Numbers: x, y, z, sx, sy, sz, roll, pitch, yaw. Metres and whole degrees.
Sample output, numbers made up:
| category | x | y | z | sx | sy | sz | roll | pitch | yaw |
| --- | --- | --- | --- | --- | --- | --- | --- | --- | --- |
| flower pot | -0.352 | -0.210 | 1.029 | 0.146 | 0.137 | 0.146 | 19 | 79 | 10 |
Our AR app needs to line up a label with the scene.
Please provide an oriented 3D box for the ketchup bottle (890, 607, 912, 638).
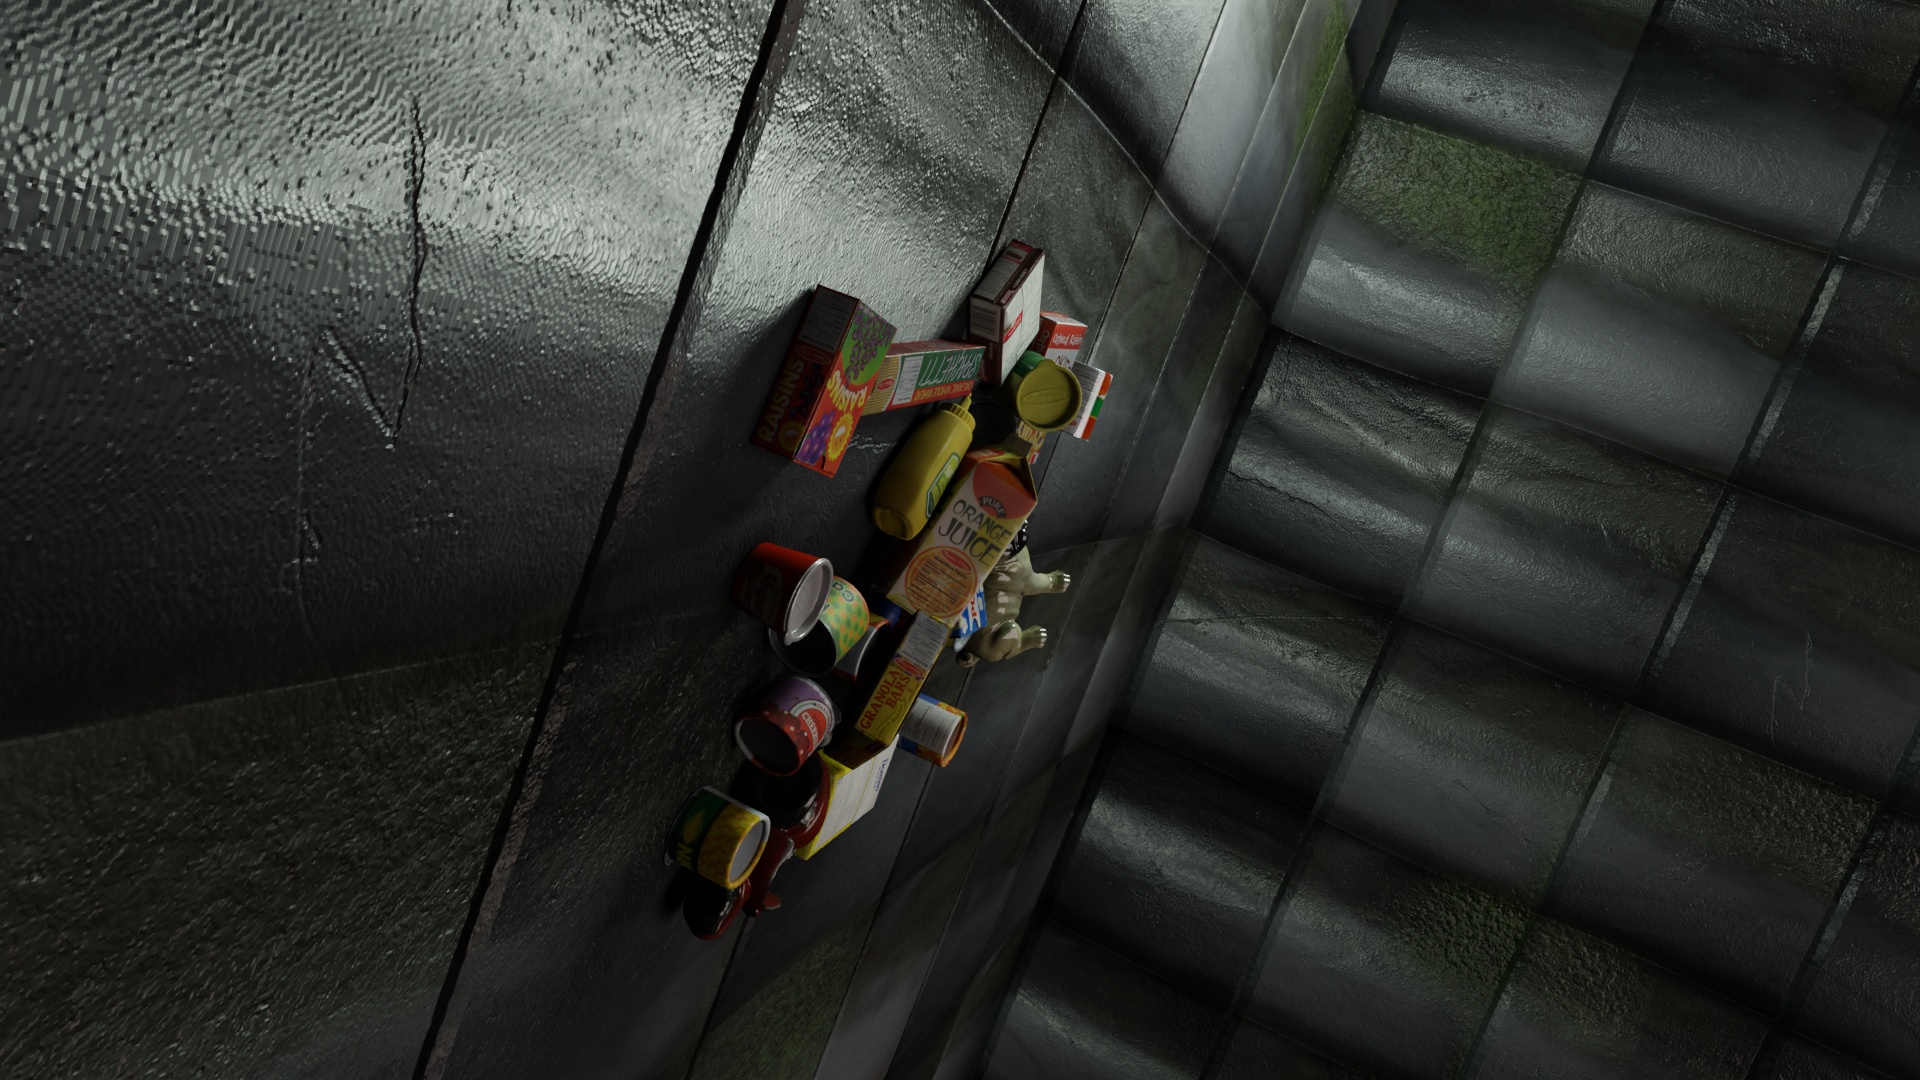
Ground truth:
| category | x | y | z | sx | sy | sz | roll | pitch | yaw |
| --- | --- | --- | --- | --- | --- | --- | --- | --- | --- |
| ketchup bottle | -0.060 | 0.125 | 1.443 | 0.065 | 0.043 | 0.148 | -16 | 128 | -70 |

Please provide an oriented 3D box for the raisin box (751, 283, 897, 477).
| category | x | y | z | sx | sy | sz | roll | pitch | yaw |
| --- | --- | --- | --- | --- | --- | --- | --- | --- | --- |
| raisin box | -0.096 | -0.113 | 1.004 | 0.123 | 0.040 | 0.086 | -67 | 165 | 1 |

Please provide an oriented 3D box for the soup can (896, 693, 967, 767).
| category | x | y | z | sx | sy | sz | roll | pitch | yaw |
| --- | --- | --- | --- | --- | --- | --- | --- | --- | --- |
| soup can | -0.043 | 0.205 | 1.534 | 0.072 | 0.084 | 0.071 | -58 | 162 | -31 |

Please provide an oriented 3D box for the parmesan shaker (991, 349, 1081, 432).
| category | x | y | z | sx | sy | sz | roll | pitch | yaw |
| --- | --- | --- | --- | --- | --- | --- | --- | --- | --- |
| parmesan shaker | 0.074 | -0.153 | 1.378 | 0.103 | 0.071 | 0.071 | -128 | -125 | -69 |

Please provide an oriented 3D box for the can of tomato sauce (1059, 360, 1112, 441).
| category | x | y | z | sx | sy | sz | roll | pitch | yaw |
| --- | --- | --- | --- | --- | --- | --- | --- | --- | --- |
| can of tomato sauce | 0.135 | -0.167 | 1.637 | 0.083 | 0.071 | 0.071 | -69 | 164 | 5 |

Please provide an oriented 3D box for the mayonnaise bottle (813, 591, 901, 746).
| category | x | y | z | sx | sy | sz | roll | pitch | yaw |
| --- | --- | --- | --- | --- | --- | --- | --- | --- | --- |
| mayonnaise bottle | -0.105 | 0.116 | 1.291 | 0.149 | 0.041 | 0.064 | -61 | 172 | -26 |

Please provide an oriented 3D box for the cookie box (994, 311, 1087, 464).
| category | x | y | z | sx | sy | sz | roll | pitch | yaw |
| --- | --- | --- | --- | --- | --- | --- | --- | --- | --- |
| cookie box | 0.076 | -0.163 | 1.498 | 0.167 | 0.040 | 0.123 | -70 | 164 | 13 |

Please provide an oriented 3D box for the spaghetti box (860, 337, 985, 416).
| category | x | y | z | sx | sy | sz | roll | pitch | yaw |
| --- | --- | --- | --- | --- | --- | --- | --- | --- | --- |
| spaghetti box | -0.038 | -0.141 | 1.173 | 0.251 | 0.029 | 0.050 | -25 | 135 | -67 |

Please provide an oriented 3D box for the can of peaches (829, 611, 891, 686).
| category | x | y | z | sx | sy | sz | roll | pitch | yaw |
| --- | --- | --- | --- | --- | --- | --- | --- | --- | --- |
| can of peaches | -0.101 | 0.089 | 1.234 | 0.071 | 0.058 | 0.071 | -57 | 161 | -32 |

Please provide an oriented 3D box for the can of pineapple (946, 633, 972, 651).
| category | x | y | z | sx | sy | sz | roll | pitch | yaw |
| --- | --- | --- | --- | --- | --- | --- | --- | --- | --- |
| can of pineapple | -0.016 | 0.077 | 1.493 | 0.071 | 0.058 | 0.070 | -58 | 162 | -31 |

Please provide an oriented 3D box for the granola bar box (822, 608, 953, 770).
| category | x | y | z | sx | sy | sz | roll | pitch | yaw |
| --- | --- | --- | --- | --- | --- | --- | --- | --- | --- |
| granola bar box | -0.068 | 0.141 | 1.282 | 0.124 | 0.039 | 0.165 | -61 | -175 | -22 |

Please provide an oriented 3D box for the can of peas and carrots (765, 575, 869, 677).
| category | x | y | z | sx | sy | sz | roll | pitch | yaw |
| --- | --- | --- | --- | --- | --- | --- | --- | --- | --- |
| can of peas and carrots | -0.116 | 0.067 | 1.138 | 0.059 | 0.071 | 0.070 | -47 | 155 | -52 |

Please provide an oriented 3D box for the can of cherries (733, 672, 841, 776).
| category | x | y | z | sx | sy | sz | roll | pitch | yaw |
| --- | --- | --- | --- | --- | --- | --- | --- | --- | --- |
| can of cherries | -0.144 | 0.153 | 1.156 | 0.059 | 0.071 | 0.071 | -48 | 156 | -47 |

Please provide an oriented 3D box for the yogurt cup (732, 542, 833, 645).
| category | x | y | z | sx | sy | sz | roll | pitch | yaw |
| --- | --- | --- | --- | --- | --- | --- | --- | --- | --- |
| yogurt cup | -0.136 | 0.036 | 1.053 | 0.073 | 0.054 | 0.072 | -57 | 162 | -31 |

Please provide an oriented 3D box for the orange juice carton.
| category | x | y | z | sx | sy | sz | roll | pitch | yaw |
| --- | --- | --- | --- | --- | --- | --- | --- | --- | --- |
| orange juice carton | 0.005 | -0.016 | 1.298 | 0.192 | 0.073 | 0.072 | -56 | -162 | 0 |

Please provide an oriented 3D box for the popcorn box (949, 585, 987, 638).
| category | x | y | z | sx | sy | sz | roll | pitch | yaw |
| --- | --- | --- | --- | --- | --- | --- | --- | --- | --- |
| popcorn box | -0.010 | 0.031 | 1.395 | 0.085 | 0.038 | 0.126 | -15 | 99 | -71 |

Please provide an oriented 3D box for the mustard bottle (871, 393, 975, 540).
| category | x | y | z | sx | sy | sz | roll | pitch | yaw |
| --- | --- | --- | --- | --- | --- | --- | --- | --- | --- |
| mustard bottle | -0.025 | -0.078 | 1.266 | 0.161 | 0.049 | 0.065 | -60 | 166 | -24 |

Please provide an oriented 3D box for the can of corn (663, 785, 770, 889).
| category | x | y | z | sx | sy | sz | roll | pitch | yaw |
| --- | --- | --- | --- | --- | --- | --- | --- | --- | --- |
| can of corn | -0.197 | 0.244 | 1.129 | 0.071 | 0.058 | 0.070 | -57 | 161 | -32 |

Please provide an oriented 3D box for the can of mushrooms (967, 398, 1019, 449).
| category | x | y | z | sx | sy | sz | roll | pitch | yaw |
| --- | --- | --- | --- | --- | --- | --- | --- | --- | --- |
| can of mushrooms | 0.023 | -0.101 | 1.360 | 0.071 | 0.071 | 0.033 | -64 | 165 | -12 |
